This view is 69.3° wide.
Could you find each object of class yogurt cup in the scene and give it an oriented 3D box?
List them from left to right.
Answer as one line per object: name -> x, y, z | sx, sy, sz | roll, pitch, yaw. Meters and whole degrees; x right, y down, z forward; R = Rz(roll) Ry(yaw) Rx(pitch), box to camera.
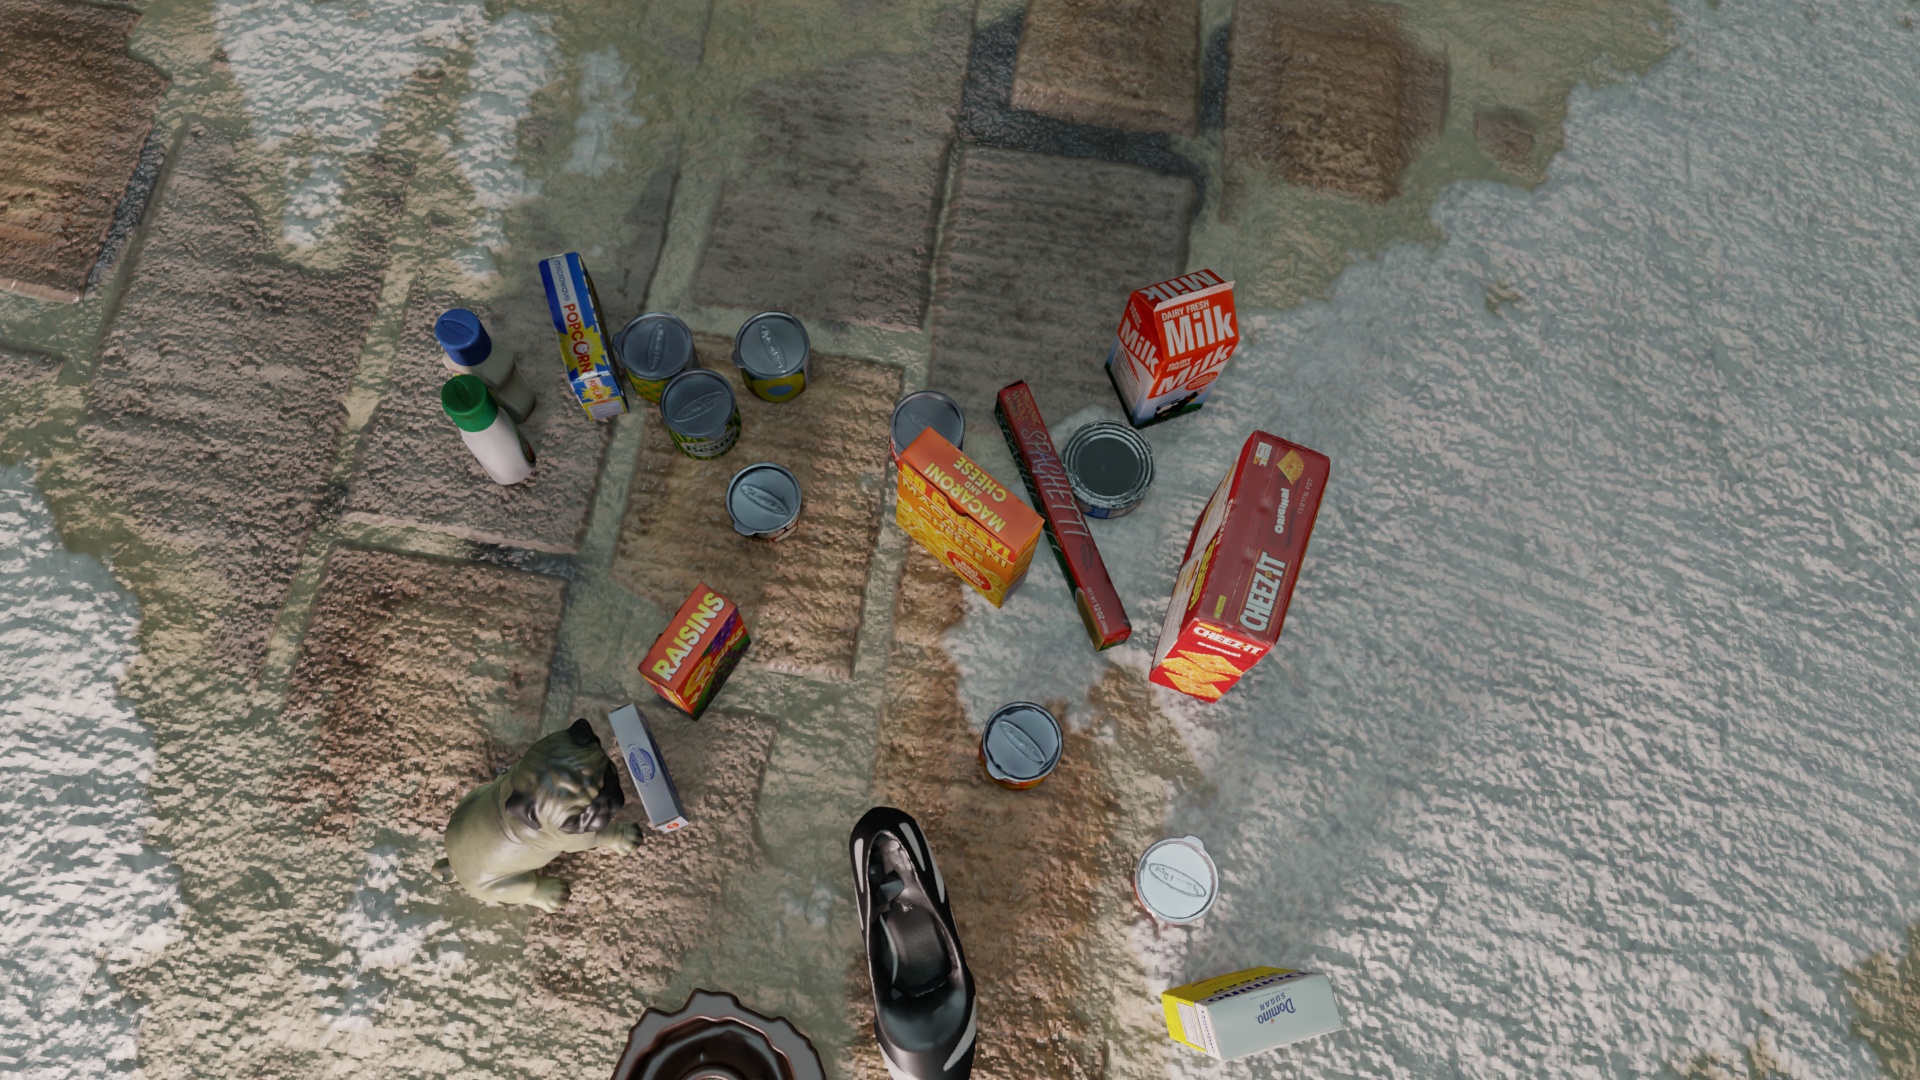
yogurt cup -> 0.172, 0.278, 1.130 | 0.072, 0.053, 0.072 | 1, 72, -3

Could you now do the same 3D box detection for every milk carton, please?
milk carton -> 0.185, -0.172, 1.209 | 0.072, 0.190, 0.073 | -19, 74, -9

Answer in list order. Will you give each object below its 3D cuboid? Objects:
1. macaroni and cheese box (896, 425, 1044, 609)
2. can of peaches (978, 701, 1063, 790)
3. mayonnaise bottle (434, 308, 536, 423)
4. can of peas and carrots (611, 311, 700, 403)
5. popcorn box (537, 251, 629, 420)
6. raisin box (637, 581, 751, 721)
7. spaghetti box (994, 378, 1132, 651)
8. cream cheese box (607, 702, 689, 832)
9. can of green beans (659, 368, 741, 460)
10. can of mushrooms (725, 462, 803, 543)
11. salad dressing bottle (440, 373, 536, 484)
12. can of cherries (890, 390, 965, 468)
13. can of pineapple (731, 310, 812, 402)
macaroni and cheese box -> 0.004, -0.015, 1.159 | 0.124, 0.166, 0.040 | 40, 75, 9
can of peaches -> 0.048, 0.174, 1.156 | 0.071, 0.058, 0.071 | 1, 72, -3
mayonnaise bottle -> -0.411, -0.150, 1.191 | 0.065, 0.147, 0.041 | 22, 72, 4
can of peas and carrots -> -0.273, -0.163, 1.250 | 0.071, 0.058, 0.071 | 1, 72, -3
popcorn box -> -0.335, -0.181, 1.239 | 0.038, 0.085, 0.127 | -17, 73, -8
raisin box -> -0.215, 0.092, 1.134 | 0.040, 0.123, 0.086 | 32, 73, 7
spaghetti box -> 0.088, -0.023, 1.228 | 0.029, 0.050, 0.250 | -19, 74, -9
cream cheese box -> -0.255, 0.187, 1.137 | 0.024, 0.053, 0.104 | -24, 75, -10
can of green beans -> -0.230, -0.111, 1.236 | 0.071, 0.057, 0.071 | 1, 72, -3
can of mushrooms -> -0.174, -0.031, 1.225 | 0.071, 0.033, 0.071 | 1, 72, -3
salad dressing bottle -> -0.399, -0.094, 1.173 | 0.044, 0.147, 0.064 | -30, 76, -12
can of cherries -> -0.032, -0.091, 1.239 | 0.071, 0.058, 0.071 | 1, 72, -3
can of pineapple -> -0.170, -0.165, 1.257 | 0.071, 0.057, 0.071 | 1, 72, -3
